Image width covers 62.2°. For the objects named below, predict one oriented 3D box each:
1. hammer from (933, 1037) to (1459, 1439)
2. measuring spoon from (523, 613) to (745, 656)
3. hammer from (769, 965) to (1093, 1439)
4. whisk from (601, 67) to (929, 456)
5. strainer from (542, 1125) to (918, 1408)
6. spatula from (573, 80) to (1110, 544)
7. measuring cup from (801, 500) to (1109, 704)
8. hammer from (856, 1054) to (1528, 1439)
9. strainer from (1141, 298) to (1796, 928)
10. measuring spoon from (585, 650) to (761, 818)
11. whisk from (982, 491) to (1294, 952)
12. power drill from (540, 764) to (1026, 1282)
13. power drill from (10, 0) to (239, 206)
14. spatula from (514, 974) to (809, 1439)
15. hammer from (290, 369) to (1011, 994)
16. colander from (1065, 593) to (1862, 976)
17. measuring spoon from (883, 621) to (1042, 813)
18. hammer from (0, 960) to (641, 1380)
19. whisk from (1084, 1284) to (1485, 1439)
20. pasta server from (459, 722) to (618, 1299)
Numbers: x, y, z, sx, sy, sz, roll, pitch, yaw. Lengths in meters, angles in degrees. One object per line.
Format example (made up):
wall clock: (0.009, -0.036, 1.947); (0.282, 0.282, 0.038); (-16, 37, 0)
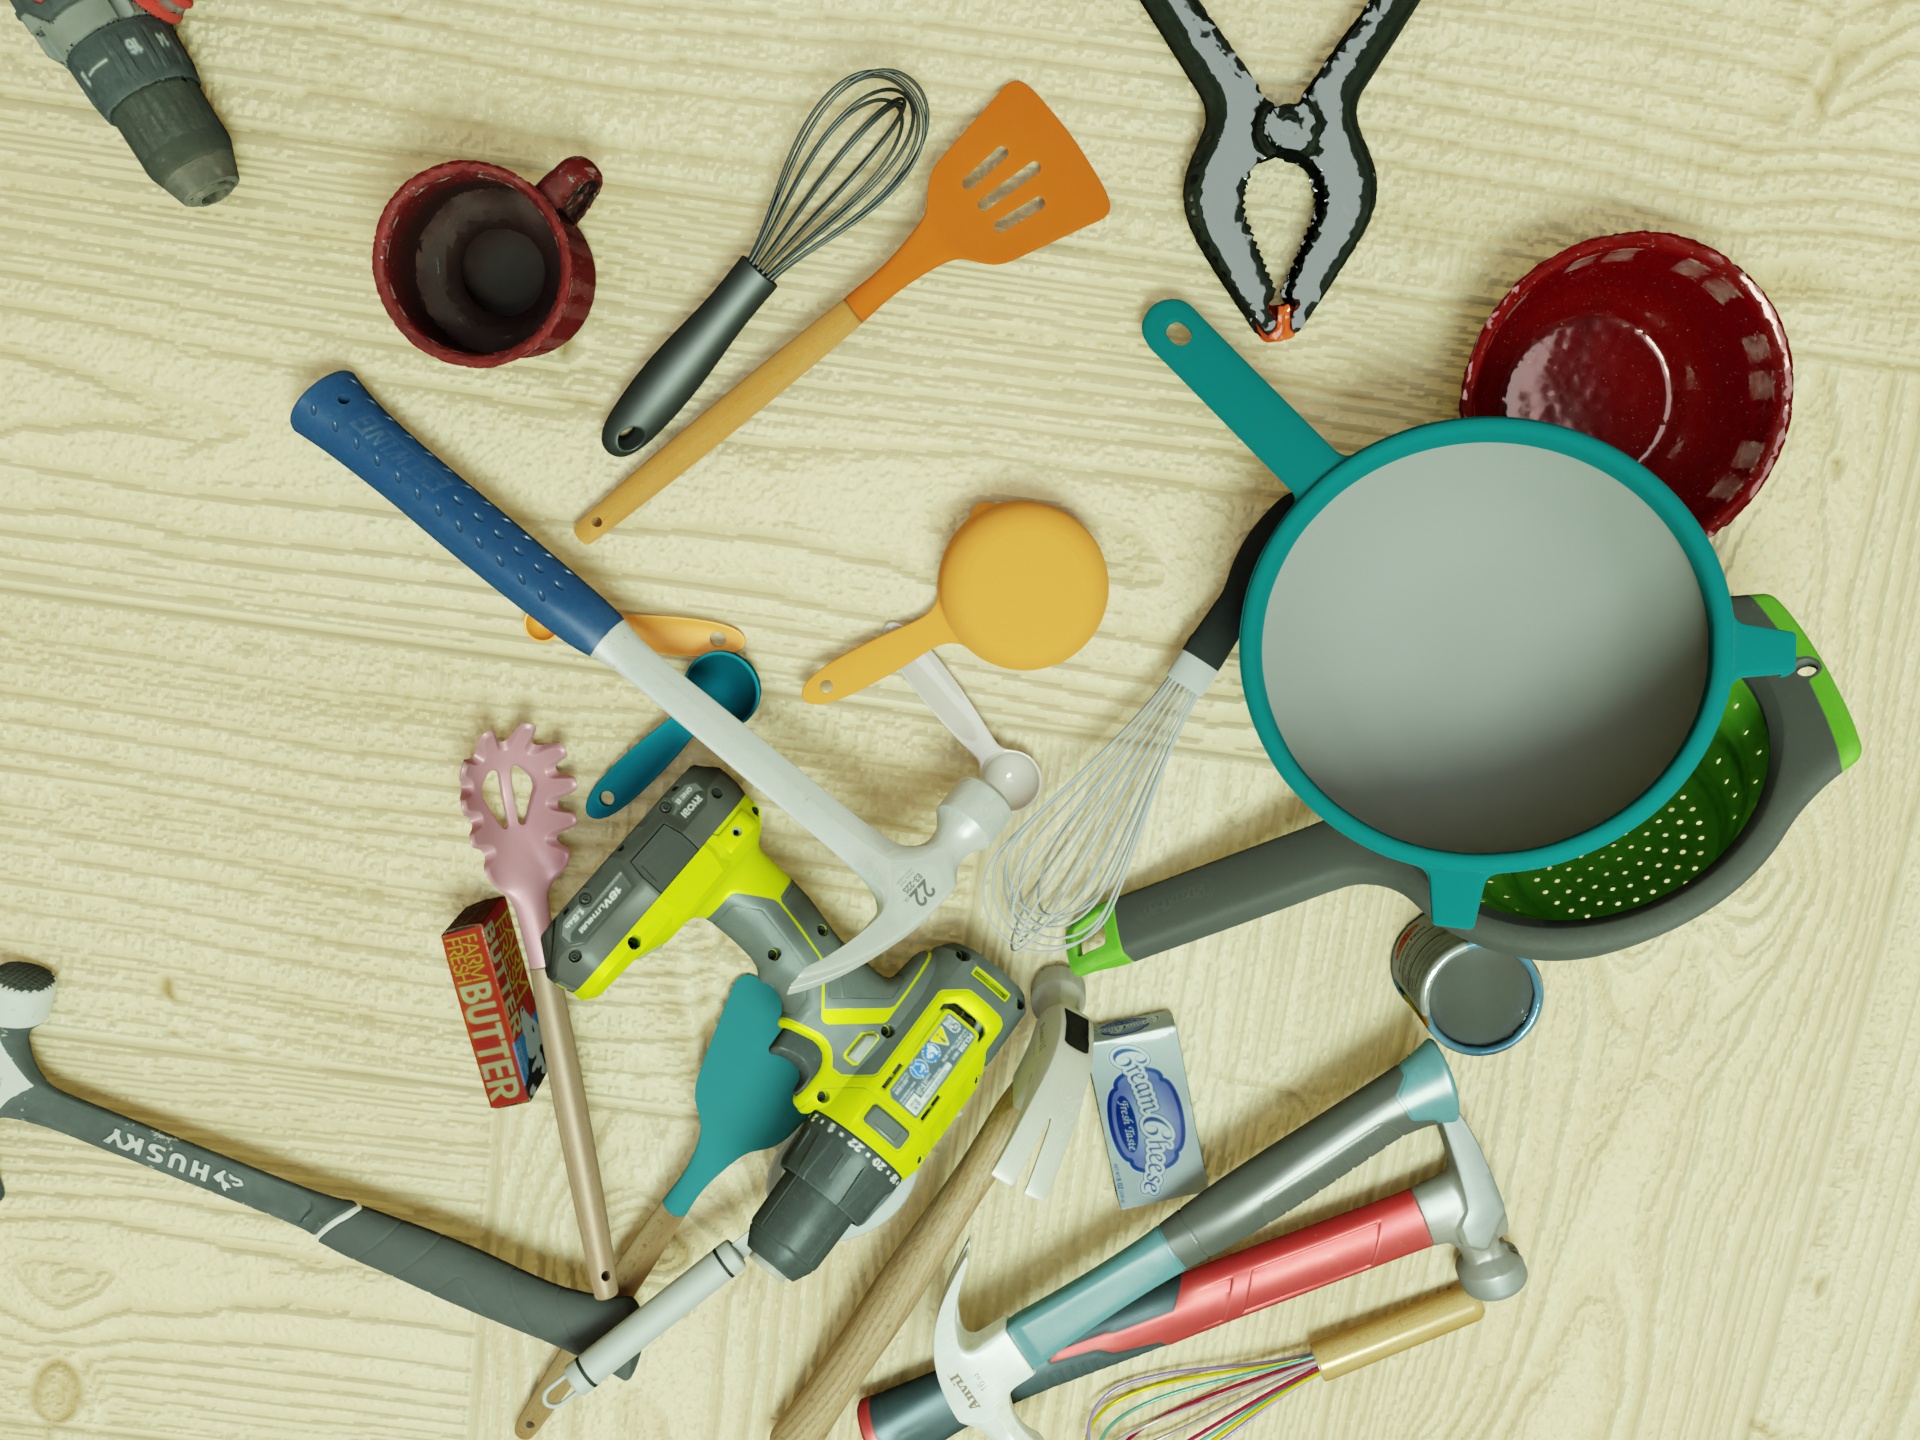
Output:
hammer: (0.128, 0.280, 0.864); (0.331, 0.033, 0.128); (-35, 91, 6)
measuring spoon: (-0.173, -0.047, 0.846); (0.117, 0.011, 0.021); (5, 101, -4)
hammer: (-0.020, 0.293, 0.873); (0.031, 0.130, 0.331); (28, 109, -8)
whisk: (-0.103, -0.223, 0.790); (0.055, 0.055, 0.239); (41, 103, -8)
strainer: (-0.121, 0.287, 0.871); (0.258, 0.050, 0.086); (-36, 117, -11)
spatula: (-0.071, -0.193, 0.809); (0.322, 0.041, 0.081); (-37, 99, 11)
measuring cup: (-0.004, -0.049, 0.815); (0.173, 0.052, 0.095); (-28, 98, 0)
hammer: (0.116, 0.322, 0.905); (0.386, 0.038, 0.143); (-22, 99, 5)
strainer: (0.206, -0.075, 0.773); (0.211, 0.095, 0.341); (-41, 68, 6)
measuring spoon: (-0.155, 0.009, 0.856); (0.128, 0.021, 0.042); (-41, 93, 17)
whisk: (0.104, 0.002, 0.831); (0.070, 0.070, 0.284); (32, 95, -6)
power drill: (-0.102, 0.153, 0.822); (0.228, 0.080, 0.190); (41, 70, -6)
power drill: (-0.340, -0.372, 0.746); (0.226, 0.080, 0.188); (-28, 100, 9)
spatula: (-0.172, 0.291, 0.909); (0.082, 0.044, 0.317); (32, 105, -7)
hammer: (-0.171, -0.031, 0.791); (0.405, 0.035, 0.144); (39, 62, 3)
colander: (0.247, 0.071, 0.825); (0.397, 0.205, 0.094); (-24, 136, 21)
measuring spoon: (-0.001, -0.003, 0.853); (0.034, 0.018, 0.124); (-38, 92, -4)
hammer: (-0.367, 0.276, 0.885); (0.409, 0.036, 0.149); (23, 102, 0)
whisk: (0.187, 0.382, 0.916); (0.245, 0.047, 0.051); (-22, 100, 1)
pasta server: (-0.217, 0.159, 0.852); (0.060, 0.040, 0.316); (-11, 94, -27)
